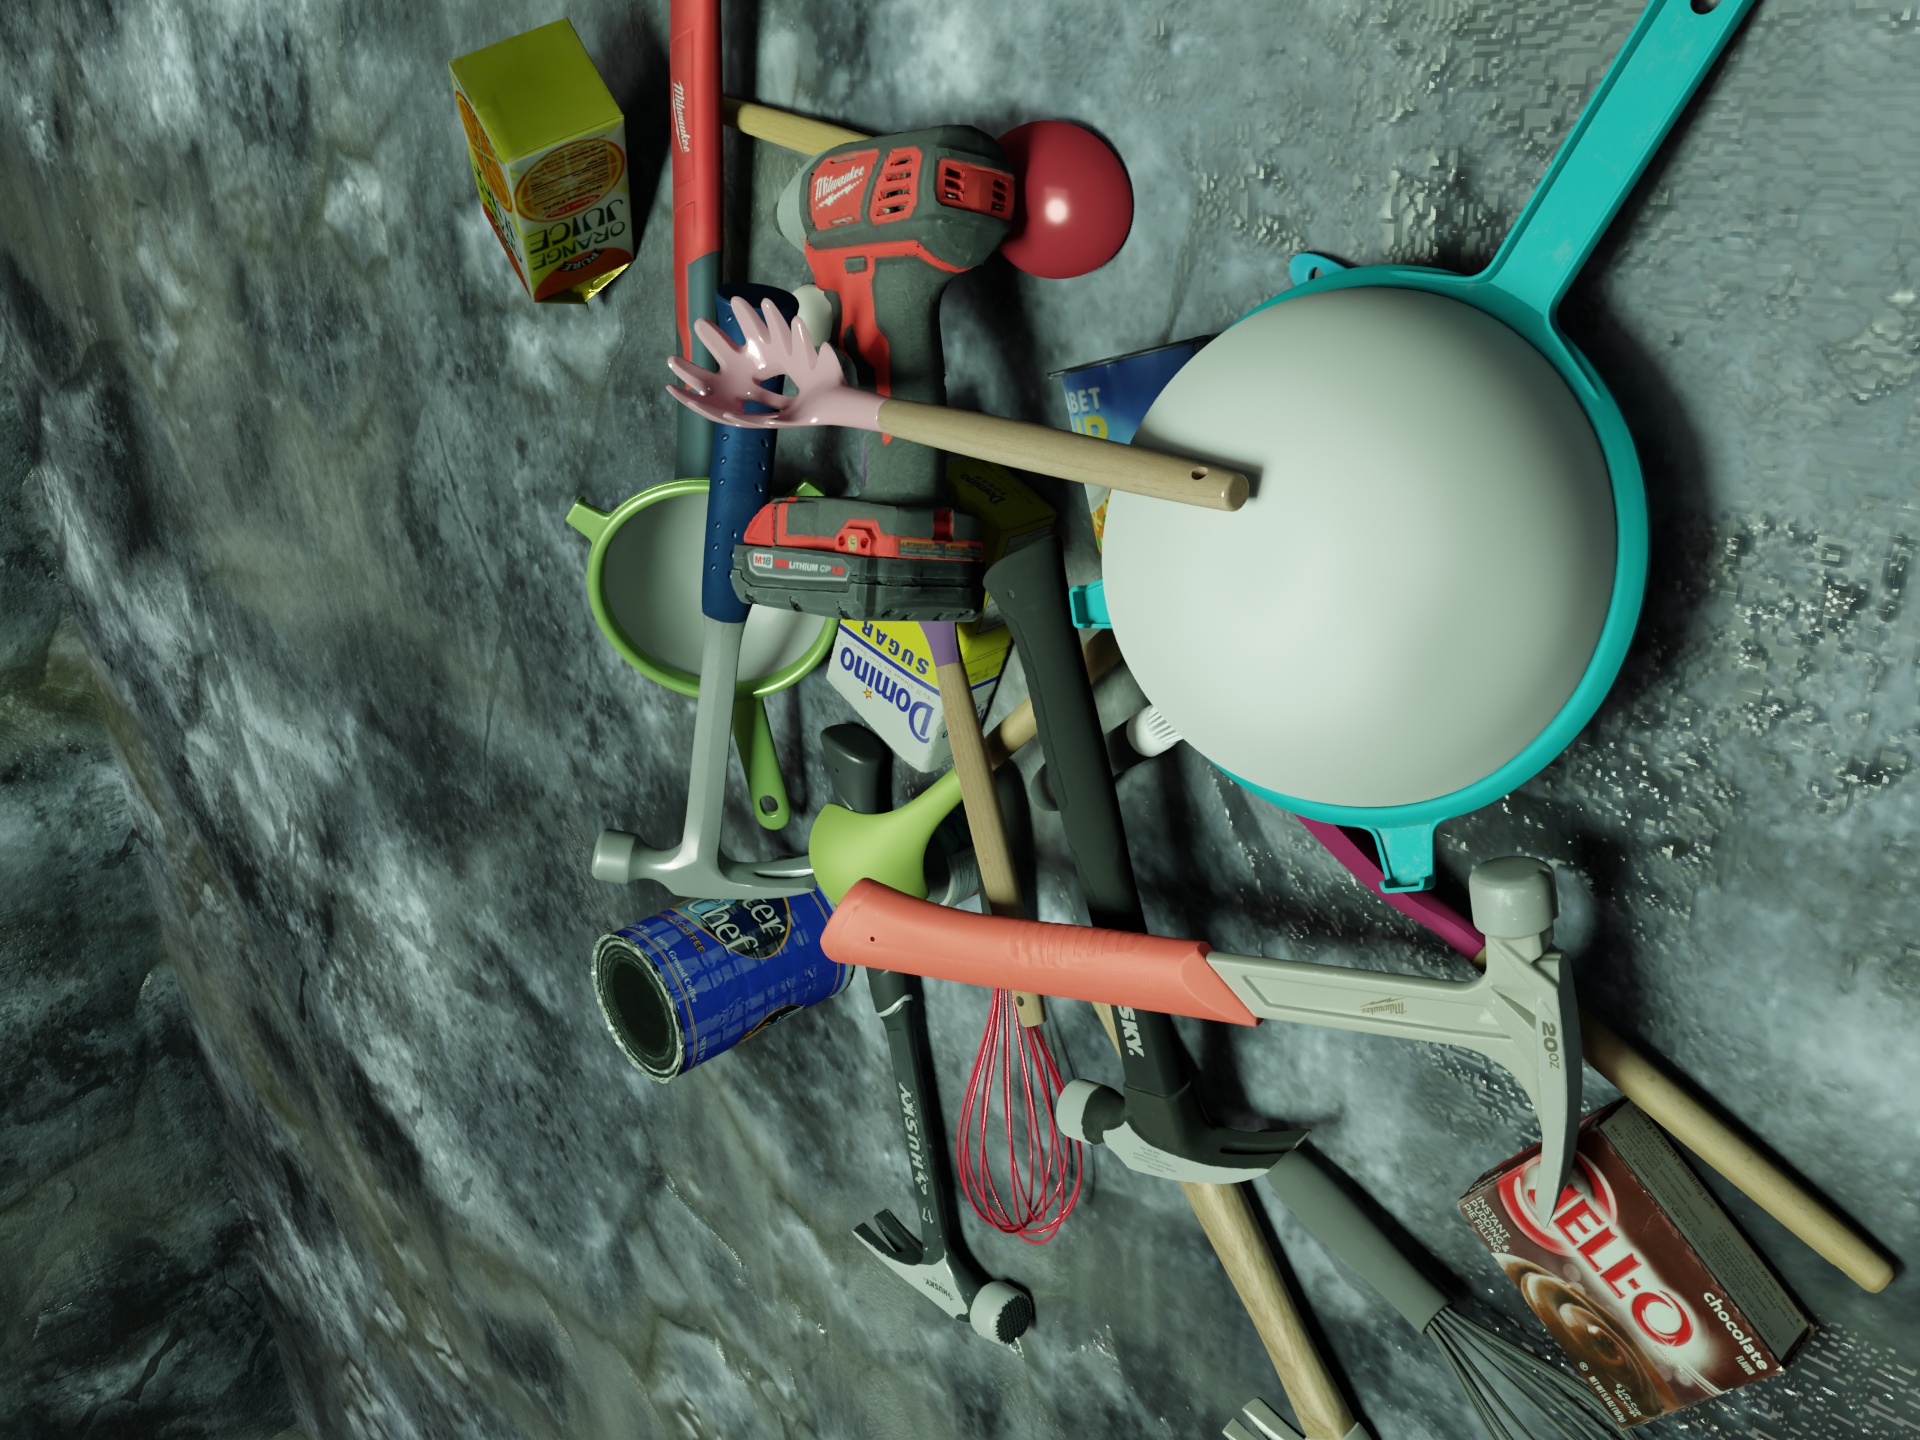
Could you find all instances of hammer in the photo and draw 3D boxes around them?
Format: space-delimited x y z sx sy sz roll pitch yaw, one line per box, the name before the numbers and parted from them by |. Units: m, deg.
hammer | -0.041 0.199 1.022 0.149 0.036 0.408 9 114 48
hammer | -0.139 -0.254 0.894 0.143 0.038 0.386 37 136 36
hammer | -0.131 -0.052 0.919 0.144 0.035 0.405 10 125 -3
hammer | 0.073 0.074 0.760 0.146 0.035 0.334 5 116 48
hammer | 0.088 0.122 0.713 0.359 0.037 0.149 2 110 35
hammer | 0.143 0.270 0.844 0.130 0.031 0.331 -33 81 51

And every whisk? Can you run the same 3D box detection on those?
whisk | 0.224 0.278 0.747 0.239 0.055 0.055 43 135 35
whisk | 0.107 -0.007 0.737 0.284 0.070 0.070 -35 80 55
whisk | 0.028 0.166 0.911 0.073 0.073 0.295 10 108 47

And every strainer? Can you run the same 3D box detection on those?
strainer | -0.136 -0.048 0.987 0.151 0.069 0.256 -5 126 6
strainer | 0.152 -0.111 0.543 0.211 0.095 0.340 44 122 28

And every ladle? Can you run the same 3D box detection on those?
ladle | -0.040 -0.284 0.797 0.316 0.031 0.069 31 125 39
ladle | 0.023 0.008 0.824 0.078 0.062 0.320 44 124 -4

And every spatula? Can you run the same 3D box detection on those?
spatula | -0.001 -0.003 0.795 0.060 0.018 0.316 -17 86 47

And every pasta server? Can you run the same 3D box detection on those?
pasta server | -0.015 -0.122 0.631 0.316 0.060 0.040 23 165 45

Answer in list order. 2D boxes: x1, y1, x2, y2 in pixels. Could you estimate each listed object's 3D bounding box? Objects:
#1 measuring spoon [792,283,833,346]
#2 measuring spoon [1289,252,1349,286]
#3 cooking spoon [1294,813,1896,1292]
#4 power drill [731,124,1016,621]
measuring spoon | -0.062 -0.239 0.848 0.124 0.018 0.034 -31 83 50
measuring spoon | 0.177 -0.153 0.619 0.129 0.021 0.042 47 139 37
cooking spoon | 0.238 0.112 0.659 0.319 0.017 0.068 42 177 24
power drill | -0.045 -0.161 0.750 0.143 0.078 0.219 13 101 46
